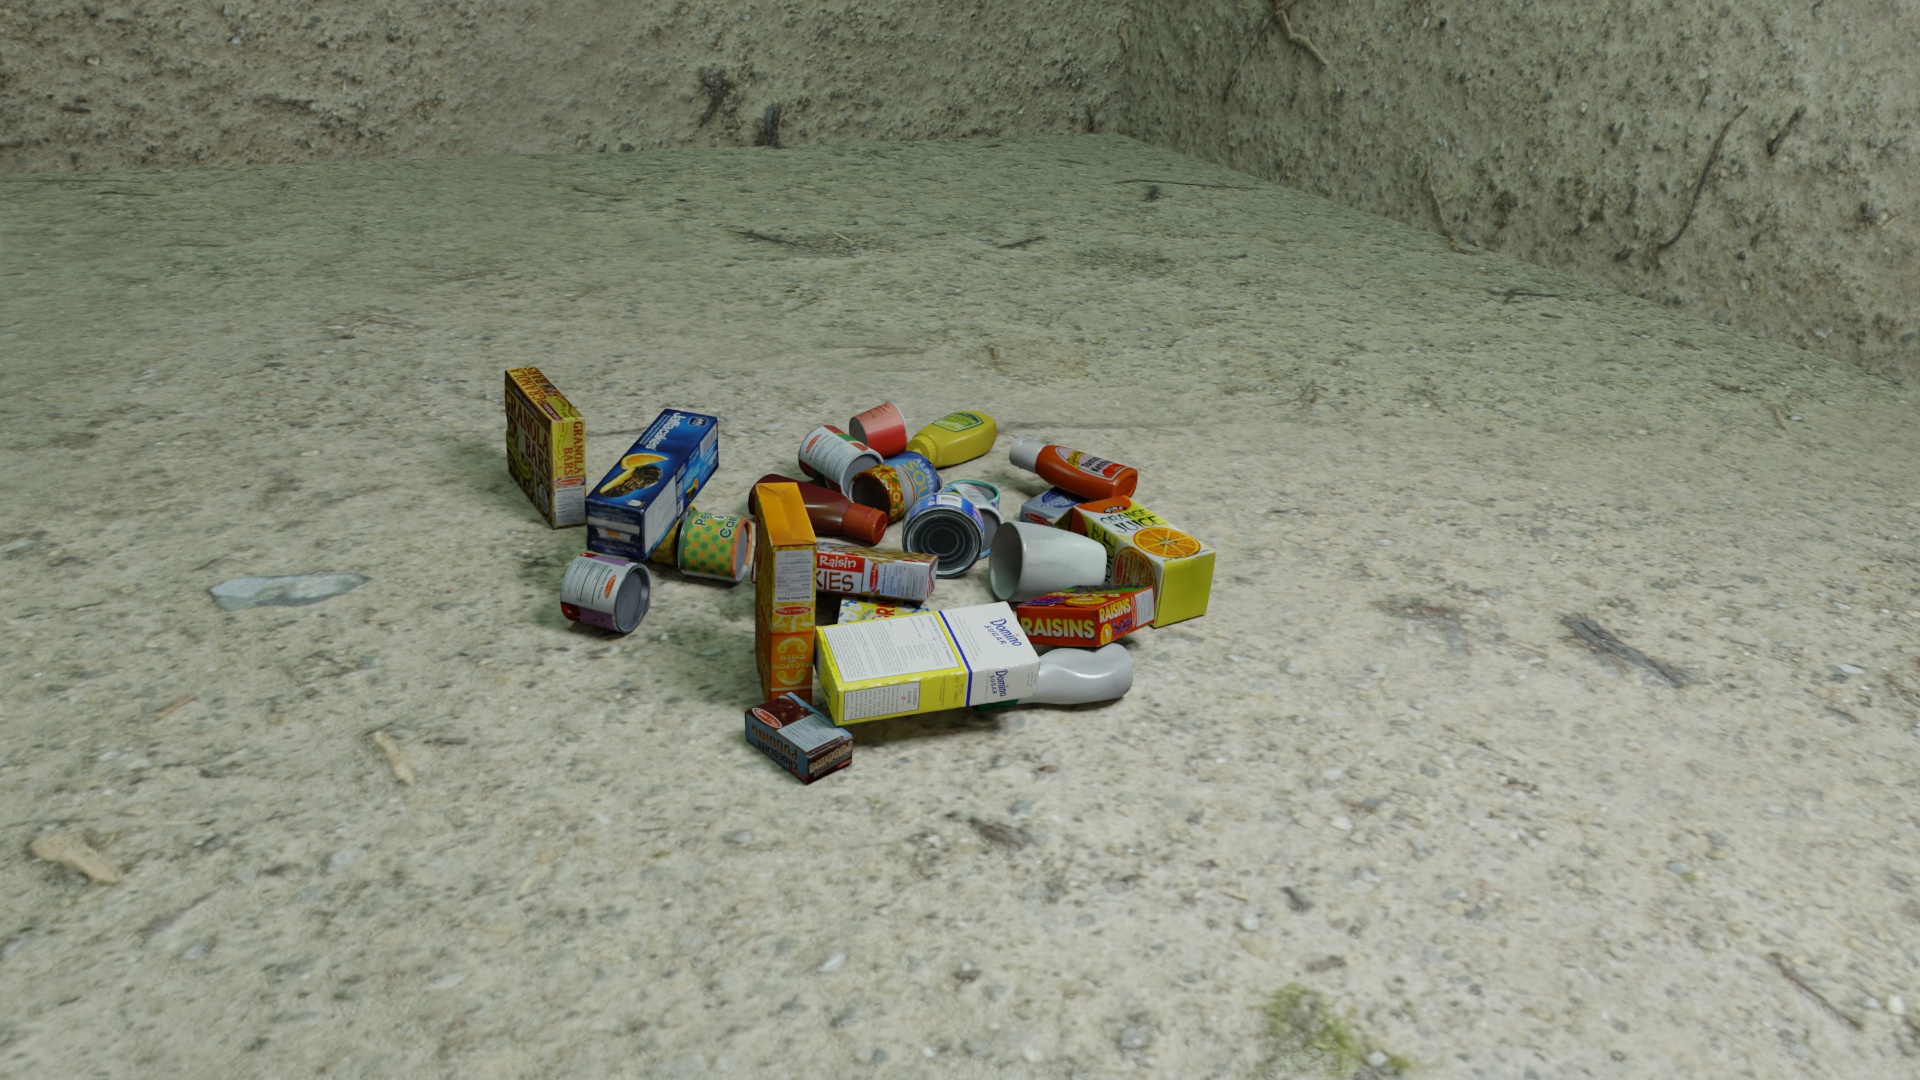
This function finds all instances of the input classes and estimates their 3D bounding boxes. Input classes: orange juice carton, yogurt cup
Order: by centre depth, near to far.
[{"bbox_3d":[0.173,0.011,1.453,0.072,0.072,0.193,-12,31,-31],"label":"orange juice carton"},{"bbox_3d":[-0.101,-0.131,1.698,0.054,0.072,0.072,-18,34,-24],"label":"yogurt cup"}]

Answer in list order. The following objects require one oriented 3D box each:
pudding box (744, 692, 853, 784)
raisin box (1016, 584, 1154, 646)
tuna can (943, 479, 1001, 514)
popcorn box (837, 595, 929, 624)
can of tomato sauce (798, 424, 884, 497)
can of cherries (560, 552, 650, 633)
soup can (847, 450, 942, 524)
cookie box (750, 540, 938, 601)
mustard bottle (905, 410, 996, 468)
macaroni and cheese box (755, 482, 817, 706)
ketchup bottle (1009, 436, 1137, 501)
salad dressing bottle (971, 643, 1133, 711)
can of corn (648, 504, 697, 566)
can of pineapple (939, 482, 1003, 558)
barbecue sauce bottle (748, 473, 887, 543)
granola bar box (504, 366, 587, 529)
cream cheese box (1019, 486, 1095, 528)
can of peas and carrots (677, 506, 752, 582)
[{"bbox_3d":[-0.133,0.161,1.138,0.084,0.030,0.050,27,35,37],"label":"pudding box"},{"bbox_3d":[0.120,0.069,1.309,0.086,0.040,0.124,0,8,33],"label":"raisin box"},{"bbox_3d":[0.014,-0.042,1.572,0.071,0.032,0.071,4,26,-2],"label":"tuna can"},{"bbox_3d":[-0.073,0.099,1.266,0.085,0.038,0.127,5,26,-2],"label":"popcorn box"},{"bbox_3d":[-0.135,-0.087,1.600,0.071,0.070,0.083,-16,34,-37],"label":"can of tomato sauce"},{"bbox_3d":[-0.328,0.050,1.289,0.058,0.071,0.072,11,27,13],"label":"can of cherries"},{"bbox_3d":[-0.073,-0.057,1.547,0.071,0.071,0.084,22,31,30],"label":"soup can"},{"bbox_3d":[-0.110,0.028,1.355,0.167,0.040,0.123,6,4,3],"label":"cookie box"},{"bbox_3d":[-0.021,-0.119,1.703,0.065,0.048,0.161,20,30,31],"label":"mustard bottle"},{"bbox_3d":[-0.154,0.050,1.204,0.040,0.165,0.124,-2,27,-14],"label":"macaroni and cheese box"},{"bbox_3d":[0.127,-0.082,1.606,0.149,0.043,0.065,21,31,29],"label":"ketchup bottle"},{"bbox_3d":[0.079,0.124,1.240,0.148,0.043,0.064,-6,25,-19],"label":"salad dressing bottle"},{"bbox_3d":[-0.305,-0.010,1.407,0.058,0.070,0.071,12,27,11],"label":"can of corn"},{"bbox_3d":[0.005,-0.019,1.491,0.071,0.070,0.058,-6,29,-23],"label":"can of pineapple"},{"bbox_3d":[-0.153,-0.033,1.511,0.148,0.043,0.065,16,28,19],"label":"barbecue sauce bottle"},{"bbox_3d":[-0.450,-0.103,1.502,0.039,0.123,0.166,-10,30,-32],"label":"granola bar box"},{"bbox_3d":[0.119,-0.039,1.597,0.053,0.024,0.104,23,31,29],"label":"cream cheese box"},{"bbox_3d":[-0.244,0.004,1.387,0.059,0.070,0.071,8,26,5],"label":"can of peas and carrots"}]
